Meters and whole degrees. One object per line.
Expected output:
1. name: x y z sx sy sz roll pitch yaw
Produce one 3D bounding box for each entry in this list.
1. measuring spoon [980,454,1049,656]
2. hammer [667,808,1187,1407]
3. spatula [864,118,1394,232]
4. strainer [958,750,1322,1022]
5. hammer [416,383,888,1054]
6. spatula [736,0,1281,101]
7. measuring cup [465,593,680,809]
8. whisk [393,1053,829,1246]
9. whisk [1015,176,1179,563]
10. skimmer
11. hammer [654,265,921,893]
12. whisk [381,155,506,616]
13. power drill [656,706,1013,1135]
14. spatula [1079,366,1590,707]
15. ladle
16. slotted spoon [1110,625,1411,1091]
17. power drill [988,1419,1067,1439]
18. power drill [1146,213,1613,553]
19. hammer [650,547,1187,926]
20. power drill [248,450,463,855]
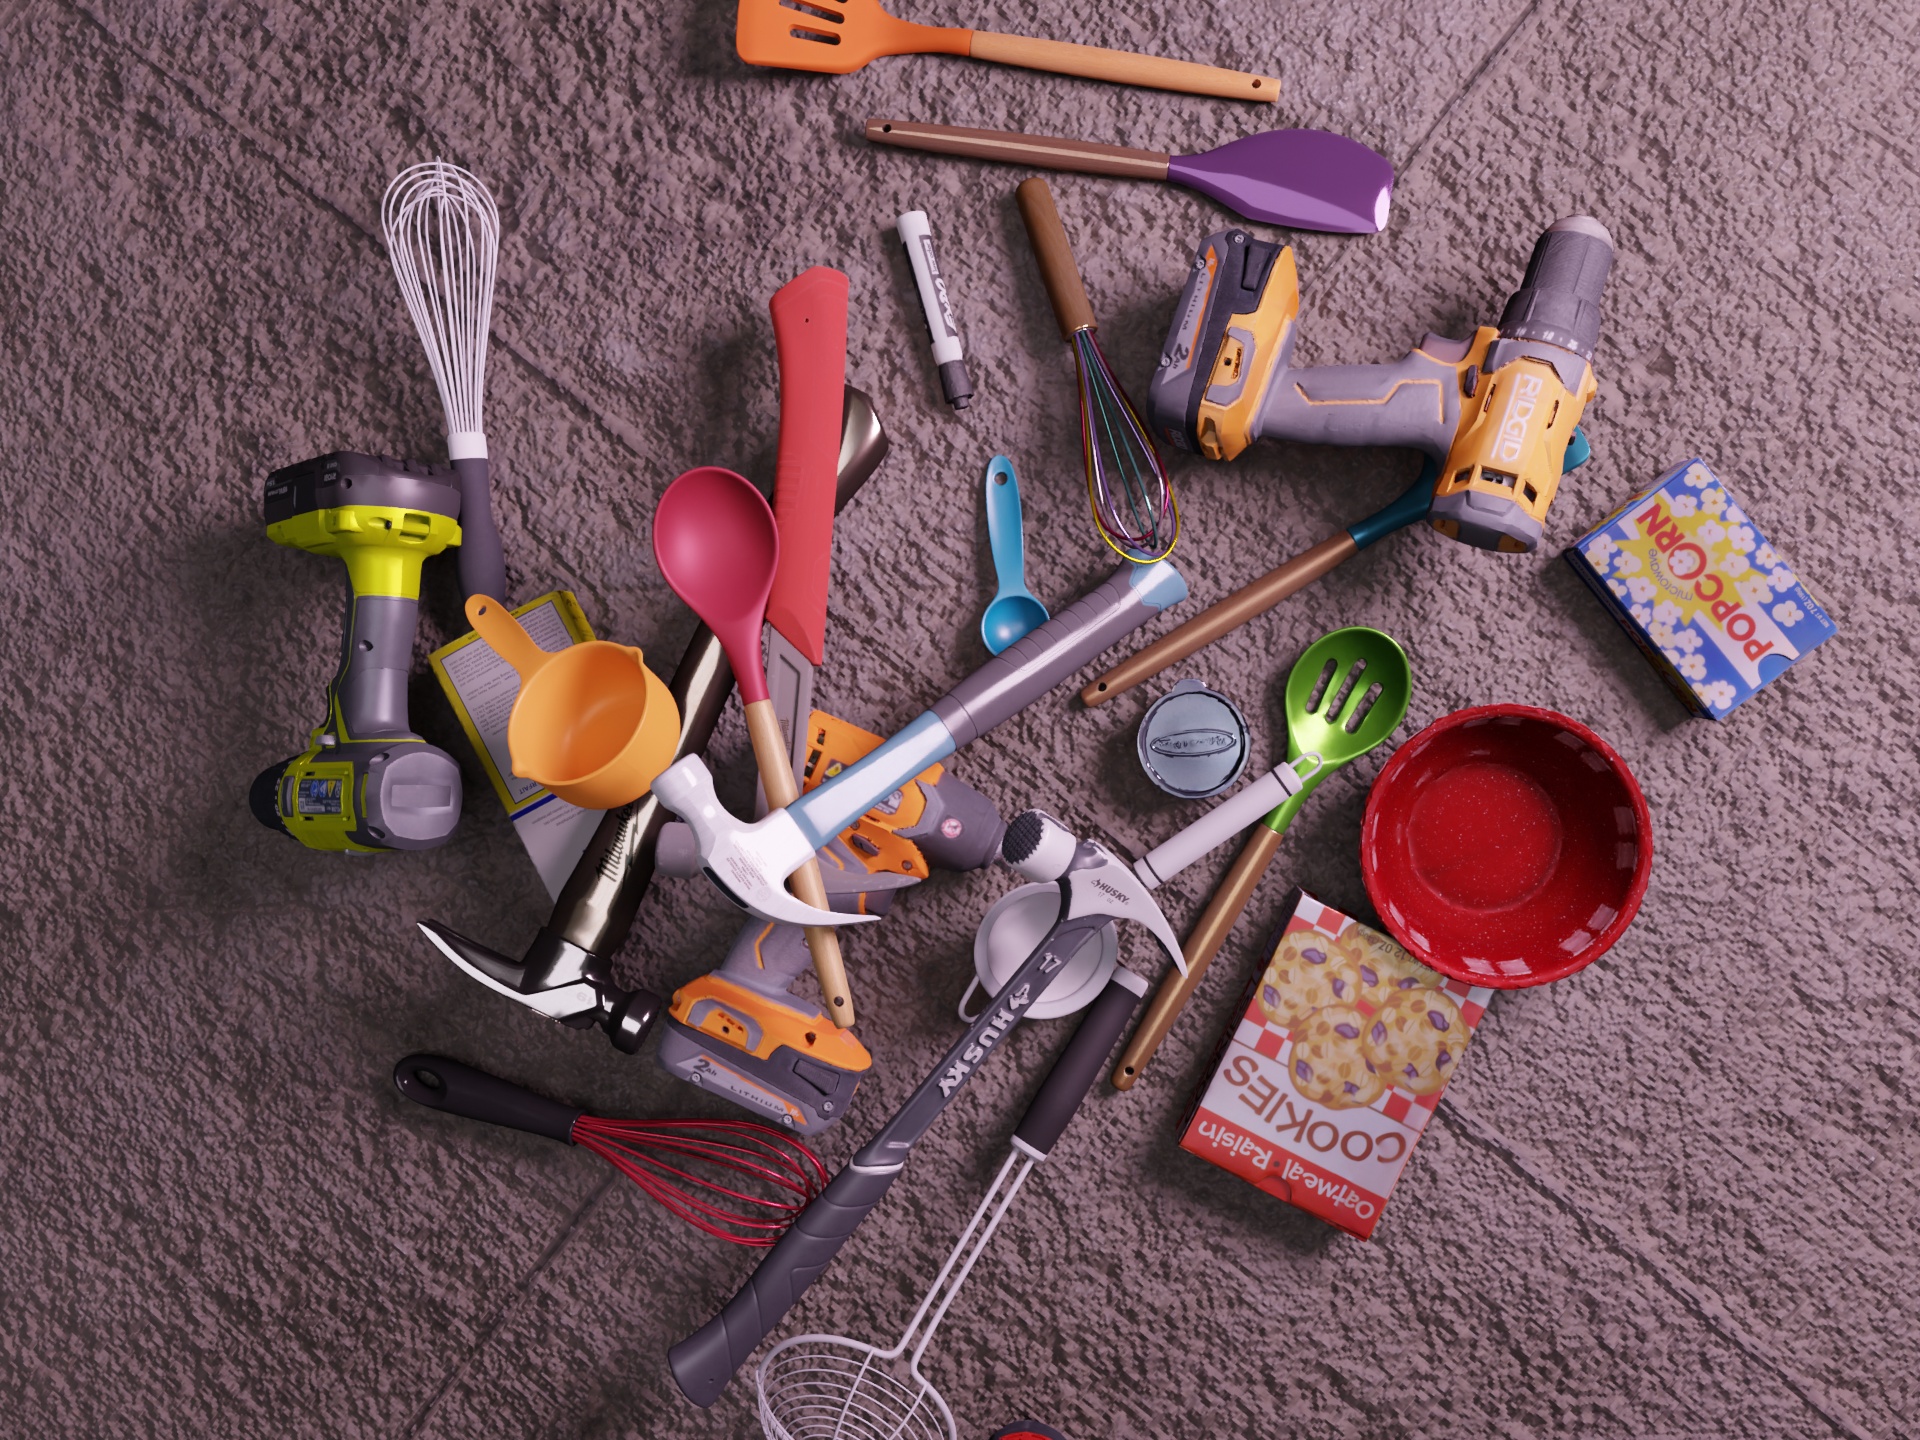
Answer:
1. measuring spoon: 0.030 -0.097 0.966 0.042 0.021 0.129 -6 81 7
2. hammer: -0.032 0.239 0.910 0.149 0.036 0.409 34 100 -33
3. spatula: 0.099 -0.336 0.950 0.316 0.018 0.060 8 89 5
4. strainer: 0.104 0.095 0.936 0.258 0.050 0.086 -35 105 9
5. hammer: -0.164 -0.019 0.943 0.146 0.038 0.411 26 84 -1
6. spatula: 0.030 -0.402 0.945 0.322 0.041 0.081 11 91 5
7. measuring cup: -0.226 -0.016 0.906 0.095 0.052 0.174 -46 55 -6
8. whisk: -0.218 0.257 0.978 0.296 0.073 0.073 14 93 12
9. whisk: 0.074 -0.207 0.934 0.047 0.051 0.245 -19 81 10
10. skimmer: 0.005 0.307 0.967 0.127 0.090 0.363 32 84 -1
11. hammer: -0.084 -0.081 0.913 0.149 0.036 0.359 4 84 2
12. whisk: -0.307 -0.200 0.978 0.070 0.070 0.284 -4 95 6
13. power drill: -0.069 0.124 0.947 0.164 0.084 0.226 23 90 5
14. spatula: 0.205 -0.096 0.931 0.317 0.044 0.082 -32 73 7
15. ladle: -0.104 0.015 0.874 0.069 0.031 0.315 -15 86 -3
16. slotted spoon: 0.171 0.085 0.947 0.070 0.031 0.314 30 96 5
17. power drill: 0.033 0.540 0.893 0.080 0.188 0.226 0 95 7
18. power drill: 0.238 -0.209 0.887 0.226 0.084 0.185 19 88 17
19. hammer: -0.001 -0.003 0.884 0.331 0.033 0.128 -35 94 -23
20. power drill: -0.368 -0.034 0.952 0.191 0.080 0.228 -2 86 43
